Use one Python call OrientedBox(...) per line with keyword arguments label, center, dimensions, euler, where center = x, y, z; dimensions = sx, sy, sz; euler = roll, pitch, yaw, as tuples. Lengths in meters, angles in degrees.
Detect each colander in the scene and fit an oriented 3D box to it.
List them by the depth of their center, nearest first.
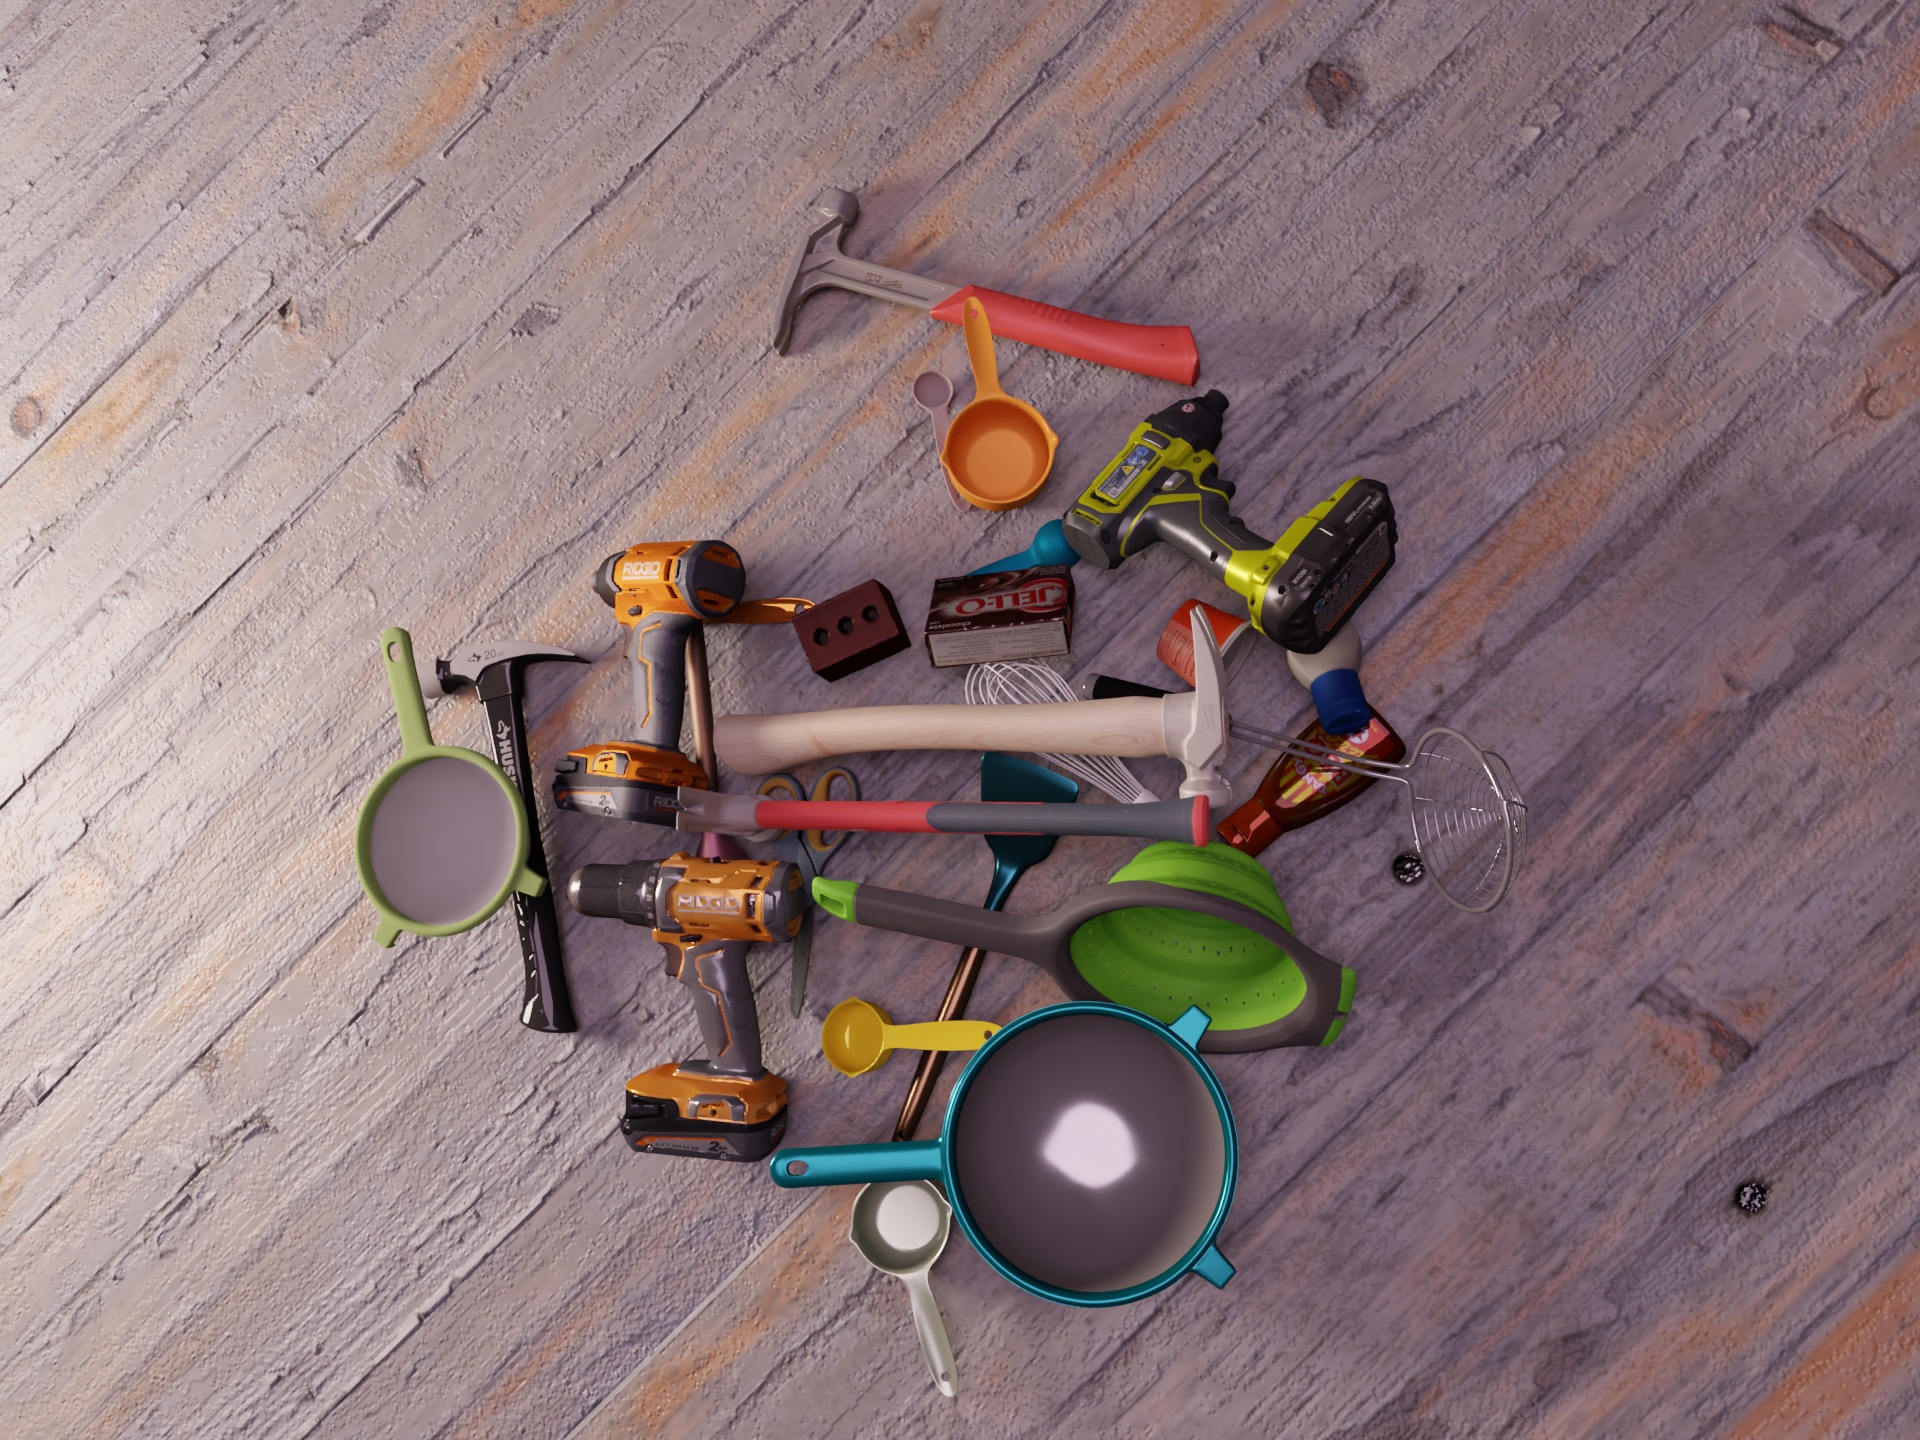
OrientedBox(label="colander", center=(0.091, 0.137, 1.173), dimensions=(0.397, 0.204, 0.095), euler=(11, 52, 9))

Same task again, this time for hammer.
OrientedBox(label="hammer", center=(-0.014, 0.070, 1.159), dimensions=(0.386, 0.143, 0.038), euler=(-1, 83, 19))
OrientedBox(label="hammer", center=(-0.002, -0.004, 1.212), dimensions=(0.411, 0.038, 0.146), euler=(-2, 100, 20))
OrientedBox(label="hammer", center=(0.023, -0.330, 1.319), dimensions=(0.359, 0.036, 0.149), euler=(19, 85, 13))
OrientedBox(label="hammer", center=(-0.358, 0.094, 1.319), dimensions=(0.146, 0.035, 0.335), euler=(-14, 79, 8))

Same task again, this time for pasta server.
OrientedBox(label="pasta server", center=(-0.206, 0.032, 1.301), dimensions=(0.060, 0.040, 0.316), euler=(-10, 78, 9))

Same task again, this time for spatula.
OrientedBox(label="spatula", center=(0.004, 0.184, 1.233), dimensions=(0.082, 0.044, 0.317), euler=(20, 86, 17))

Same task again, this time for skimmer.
OrientedBox(label="skimmer", center=(0.233, 0.032, 1.148), dimensions=(0.363, 0.090, 0.127), euler=(18, 125, 31))

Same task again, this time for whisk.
OrientedBox(label="whisk", center=(0.118, 0.046, 1.232), dimensions=(0.285, 0.070, 0.070), euler=(41, 90, 9))

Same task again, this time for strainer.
OrientedBox(label="strainer", center=(0.034, 0.320, 1.177), dimensions=(0.340, 0.095, 0.211), euler=(-6, 79, 9))
OrientedBox(label="strainer", center=(-0.417, 0.049, 1.285), dimensions=(0.151, 0.069, 0.256), euler=(-20, 77, 10))

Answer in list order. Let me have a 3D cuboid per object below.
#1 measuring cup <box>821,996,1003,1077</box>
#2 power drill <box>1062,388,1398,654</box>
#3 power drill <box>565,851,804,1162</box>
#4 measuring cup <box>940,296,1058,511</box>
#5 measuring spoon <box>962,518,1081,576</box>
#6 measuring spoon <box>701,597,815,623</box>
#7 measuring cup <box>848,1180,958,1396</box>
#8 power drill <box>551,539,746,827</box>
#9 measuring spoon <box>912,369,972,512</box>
OrientedBox(label="measuring cup", center=(-0.033, 0.242, 1.220), dimensions=(0.156, 0.029, 0.062), euler=(-6, 77, 24))
OrientedBox(label="power drill", center=(0.211, -0.159, 1.209), dimensions=(0.223, 0.080, 0.171), euler=(34, 75, 33))
OrientedBox(label="power drill", center=(-0.217, 0.214, 1.229), dimensions=(0.185, 0.084, 0.226), euler=(3, 94, 11))
OrientedBox(label="measuring cup", center=(0.024, -0.254, 1.291), dimensions=(0.095, 0.052, 0.174), euler=(-10, 82, 1))
OrientedBox(label="measuring spoon", center=(0.040, -0.126, 1.289), dimensions=(0.128, 0.021, 0.042), euler=(-25, 77, 4))
OrientedBox(label="measuring spoon", center=(-0.177, -0.090, 1.331), dimensions=(0.117, 0.011, 0.021), euler=(-4, 83, 6))
OrientedBox(label="measuring cup", center=(-0.029, 0.422, 1.203), dimensions=(0.083, 0.038, 0.168), euler=(-19, 80, 7))
OrientedBox(label="power drill", center=(-0.259, -0.033, 1.282), dimensions=(0.164, 0.084, 0.226), euler=(4, 83, 43))
OrientedBox(label="measuring spoon", center=(-0.012, -0.231, 1.323), dimensions=(0.034, 0.018, 0.124), euler=(-14, 85, -6))
